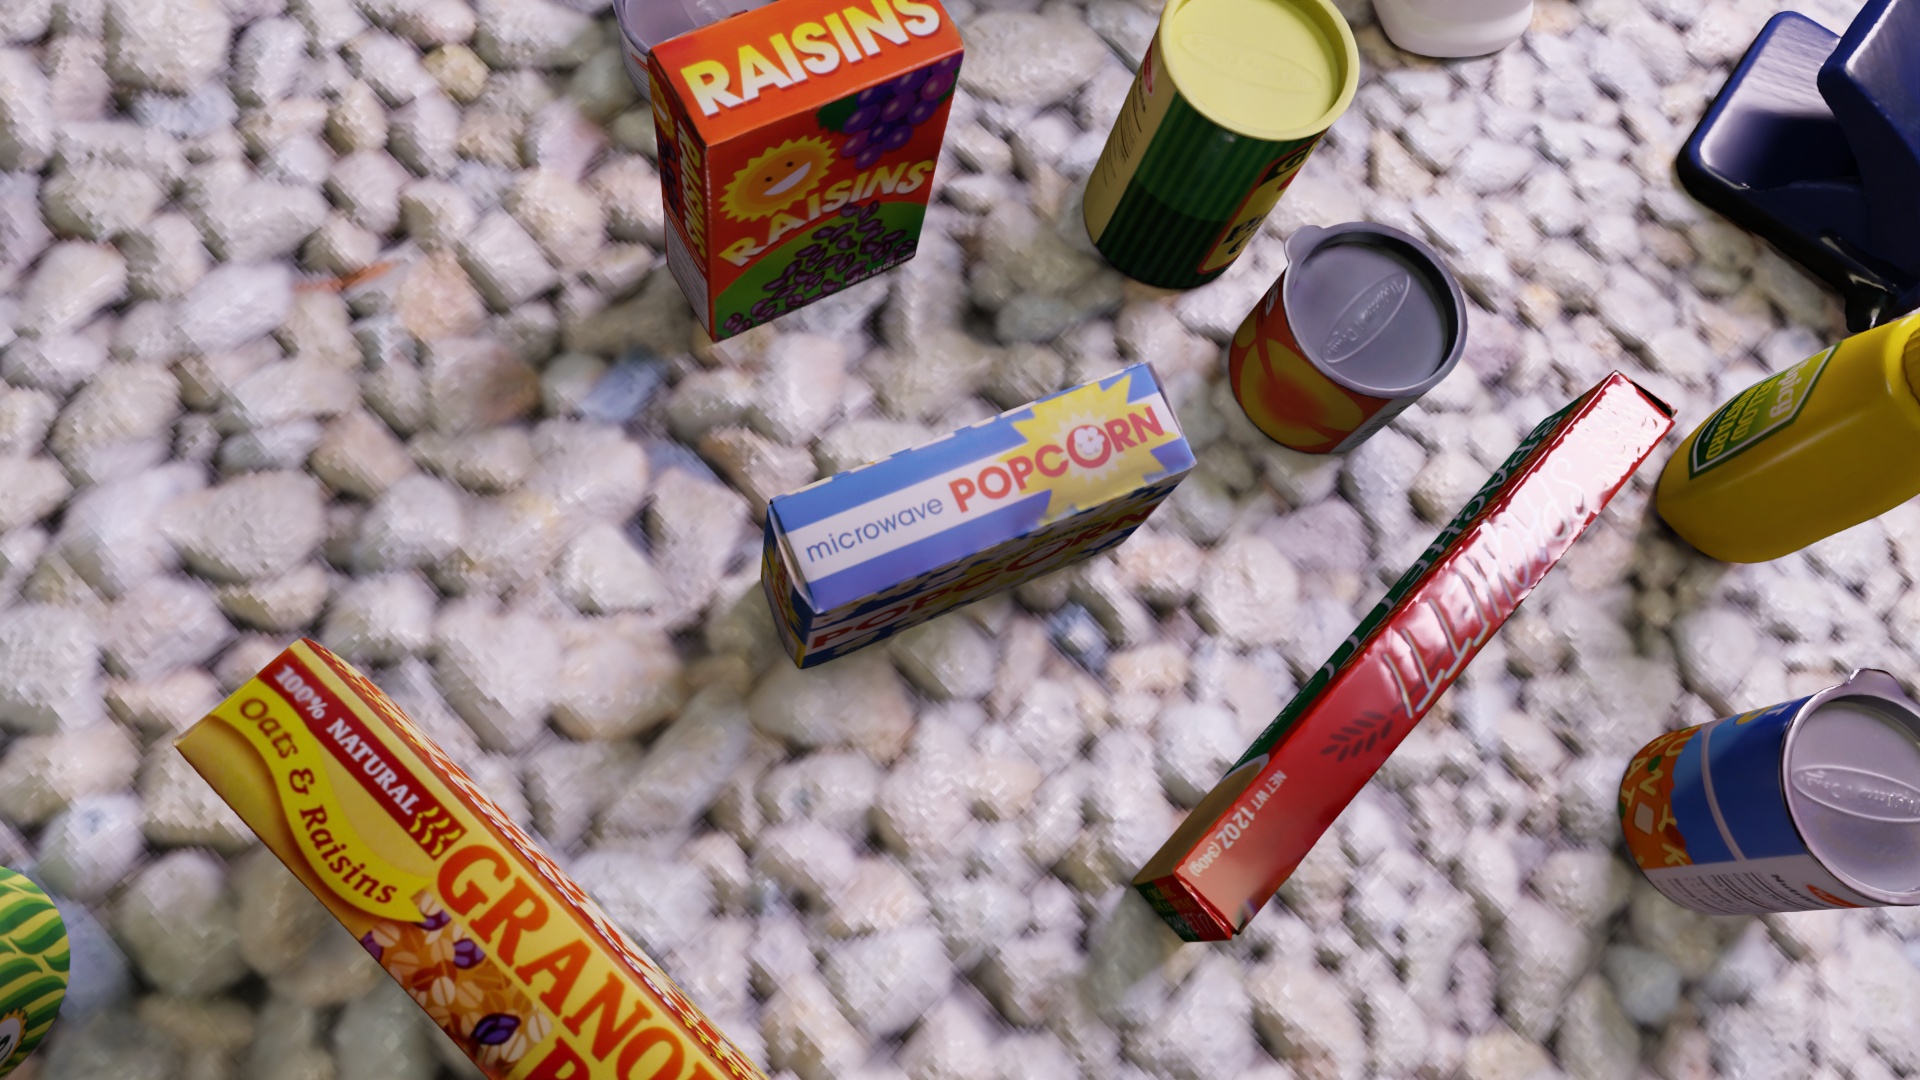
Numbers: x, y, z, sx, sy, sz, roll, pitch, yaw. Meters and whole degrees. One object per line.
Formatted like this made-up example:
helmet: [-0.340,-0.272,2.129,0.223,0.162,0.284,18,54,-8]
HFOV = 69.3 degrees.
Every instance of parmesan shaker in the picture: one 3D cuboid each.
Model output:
parmesan shaker: [0.088,-0.143,0.487,0.071,0.102,0.071,3,72,-8]

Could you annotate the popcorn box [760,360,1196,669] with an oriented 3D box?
popcorn box: [0.002,-0.005,0.438,0.127,0.085,0.038,-21,77,-15]

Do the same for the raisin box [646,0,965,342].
raisin box: [-0.051,-0.121,0.447,0.086,0.123,0.040,-26,79,-16]

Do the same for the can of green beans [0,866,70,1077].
can of green beans: [-0.283,0.117,0.368,0.071,0.057,0.071,3,72,-8]

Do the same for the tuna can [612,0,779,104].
tuna can: [-0.090,-0.190,0.510,0.071,0.032,0.071,3,72,-8]

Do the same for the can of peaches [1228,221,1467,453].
can of peaches: [0.134,-0.072,0.495,0.071,0.058,0.071,3,72,-8]

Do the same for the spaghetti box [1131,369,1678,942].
spaghetti box: [0.153,0.034,0.469,0.029,0.050,0.251,45,71,6]

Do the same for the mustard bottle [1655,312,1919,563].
mustard bottle: [0.299,-0.040,0.458,0.049,0.159,0.065,38,71,4]

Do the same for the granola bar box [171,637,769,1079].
granola bar box: [-0.114,0.106,0.363,0.165,0.123,0.039,43,72,6]

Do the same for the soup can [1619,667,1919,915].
soup can: [0.269,0.085,0.453,0.071,0.083,0.071,3,72,-8]
